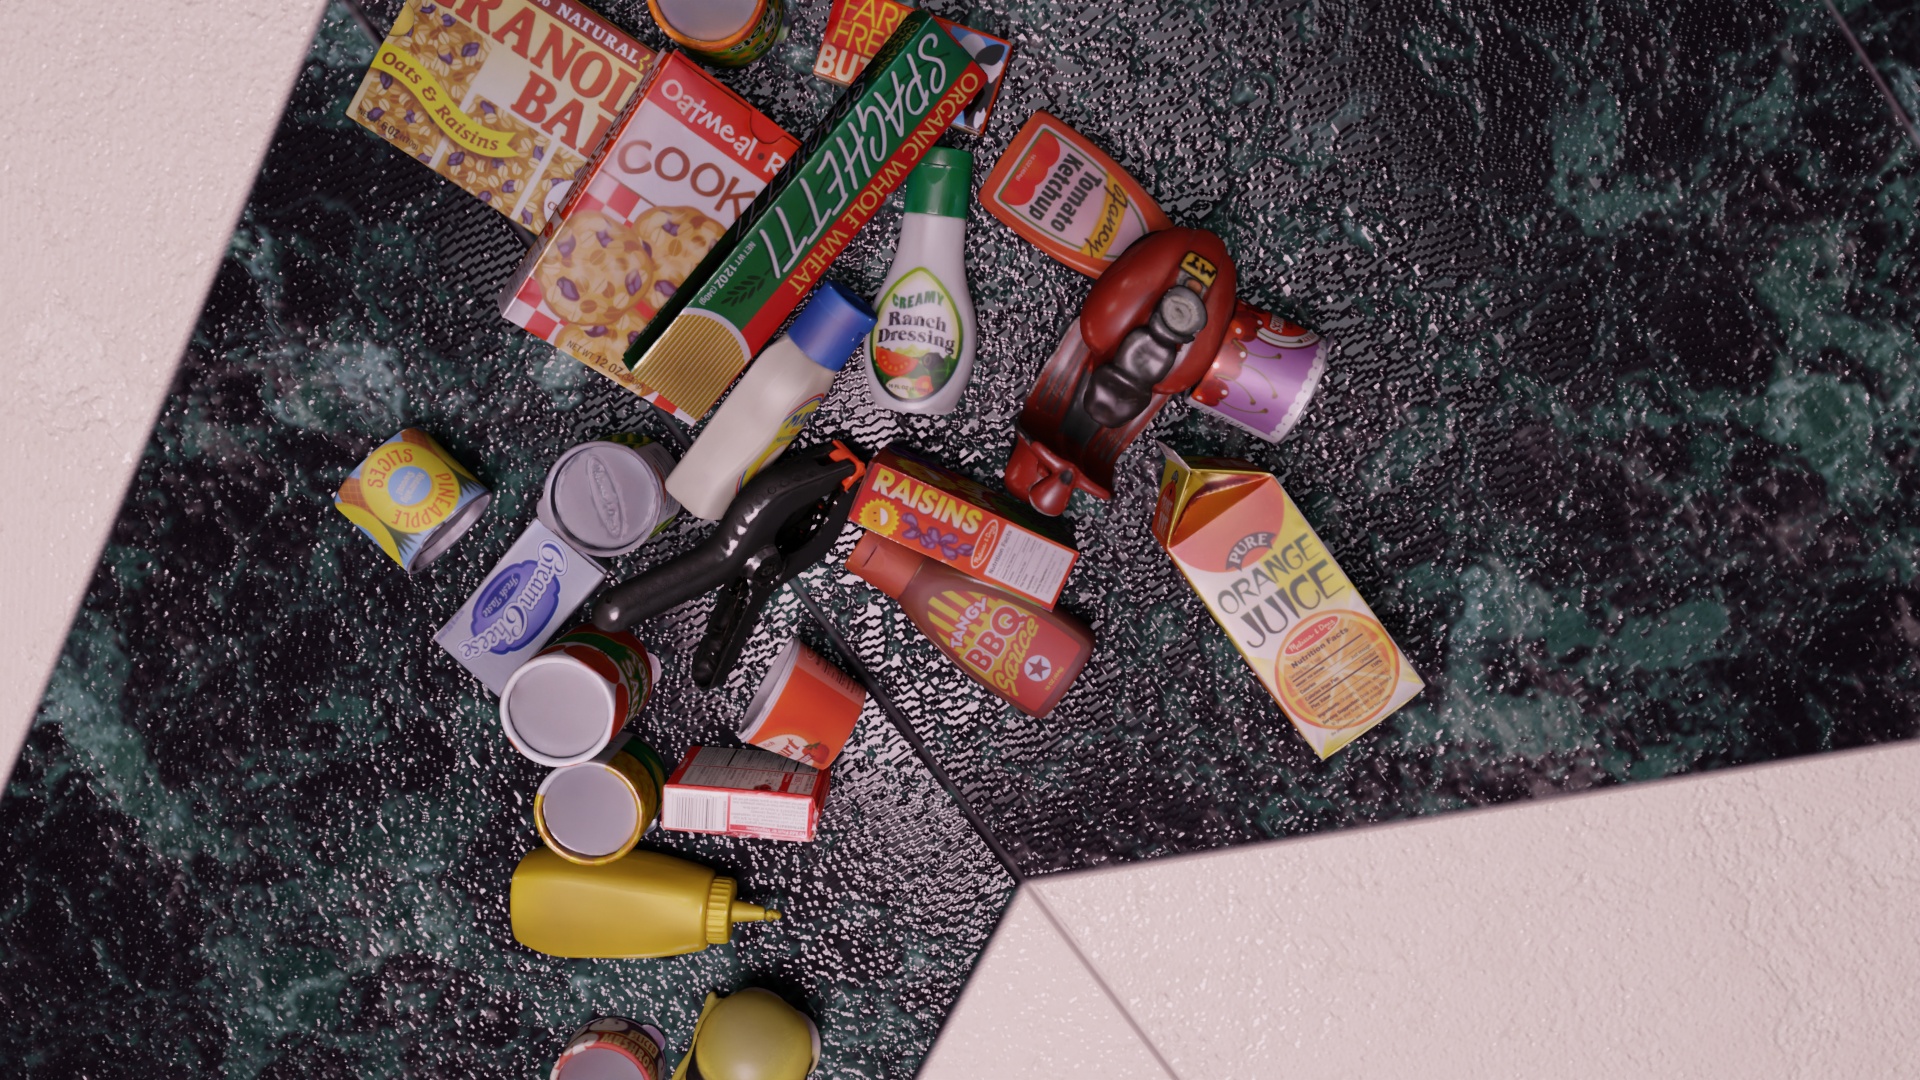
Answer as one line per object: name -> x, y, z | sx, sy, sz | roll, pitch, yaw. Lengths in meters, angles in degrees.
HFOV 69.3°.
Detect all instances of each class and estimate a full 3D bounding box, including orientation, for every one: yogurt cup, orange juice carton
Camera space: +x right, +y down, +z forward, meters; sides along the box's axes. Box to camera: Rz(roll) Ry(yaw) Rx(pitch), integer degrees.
yogurt cup -> -0.091, 0.099, 0.817 | 0.054, 0.072, 0.072 | 30, 98, -11
orange juice carton -> 0.173, 0.021, 0.792 | 0.073, 0.072, 0.192 | -37, 96, 6

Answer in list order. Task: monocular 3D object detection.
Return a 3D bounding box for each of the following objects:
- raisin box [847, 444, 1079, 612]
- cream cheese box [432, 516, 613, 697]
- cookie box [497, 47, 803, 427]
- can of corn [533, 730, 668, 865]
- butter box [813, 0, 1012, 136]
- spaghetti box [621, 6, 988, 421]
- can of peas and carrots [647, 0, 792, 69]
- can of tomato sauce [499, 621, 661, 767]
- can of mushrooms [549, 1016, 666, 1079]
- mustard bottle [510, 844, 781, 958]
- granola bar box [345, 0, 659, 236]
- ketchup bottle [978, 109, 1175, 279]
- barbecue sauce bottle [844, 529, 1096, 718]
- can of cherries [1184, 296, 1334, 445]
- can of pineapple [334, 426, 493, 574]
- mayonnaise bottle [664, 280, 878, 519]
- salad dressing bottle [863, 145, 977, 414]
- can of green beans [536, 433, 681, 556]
raisin box -> 0.003, -0.010, 0.786 | 0.123, 0.086, 0.040 | 24, 101, -2
cream cheese box -> -0.262, 0.038, 0.832 | 0.053, 0.024, 0.103 | 41, 97, -5
cookie box -> -0.155, -0.164, 0.766 | 0.123, 0.040, 0.167 | 31, 99, -31
can of corn -> -0.212, 0.155, 0.830 | 0.071, 0.058, 0.071 | 0, 99, 2
butter box -> -0.027, -0.269, 0.780 | 0.103, 0.024, 0.053 | 20, 99, -1
spaghetti box -> -0.084, -0.175, 0.749 | 0.250, 0.029, 0.050 | -49, 125, 5
can of peas and carrots -> -0.131, -0.296, 0.762 | 0.071, 0.059, 0.070 | 0, 99, 2
can of tomato sauce -> -0.220, 0.089, 0.808 | 0.071, 0.083, 0.071 | 0, 99, 2
can of mushrooms -> -0.219, 0.335, 0.869 | 0.071, 0.033, 0.071 | 0, 98, 2
mustard bottle -> -0.188, 0.222, 0.844 | 0.160, 0.049, 0.065 | 5, 109, 0
granola bar box -> -0.240, -0.246, 0.782 | 0.165, 0.039, 0.124 | 32, 98, -3
ketchup bottle -> 0.086, -0.174, 0.781 | 0.149, 0.043, 0.064 | 35, 101, -4
barbecue sauce bottle -> 0.003, 0.040, 0.814 | 0.148, 0.044, 0.064 | 33, 105, -3
can of cherries -> 0.166, -0.097, 0.778 | 0.058, 0.071, 0.071 | 25, 99, -1
can of pineapple -> -0.315, -0.024, 0.802 | 0.058, 0.071, 0.071 | 43, 98, -5
mayonnaise bottle -> -0.104, -0.078, 0.782 | 0.041, 0.065, 0.147 | 42, 105, 5
salad dressing bottle -> -0.019, -0.147, 0.787 | 0.064, 0.044, 0.147 | 8, 98, 8
can of green beans -> -0.199, -0.028, 0.803 | 0.071, 0.058, 0.071 | 0, 99, 2
